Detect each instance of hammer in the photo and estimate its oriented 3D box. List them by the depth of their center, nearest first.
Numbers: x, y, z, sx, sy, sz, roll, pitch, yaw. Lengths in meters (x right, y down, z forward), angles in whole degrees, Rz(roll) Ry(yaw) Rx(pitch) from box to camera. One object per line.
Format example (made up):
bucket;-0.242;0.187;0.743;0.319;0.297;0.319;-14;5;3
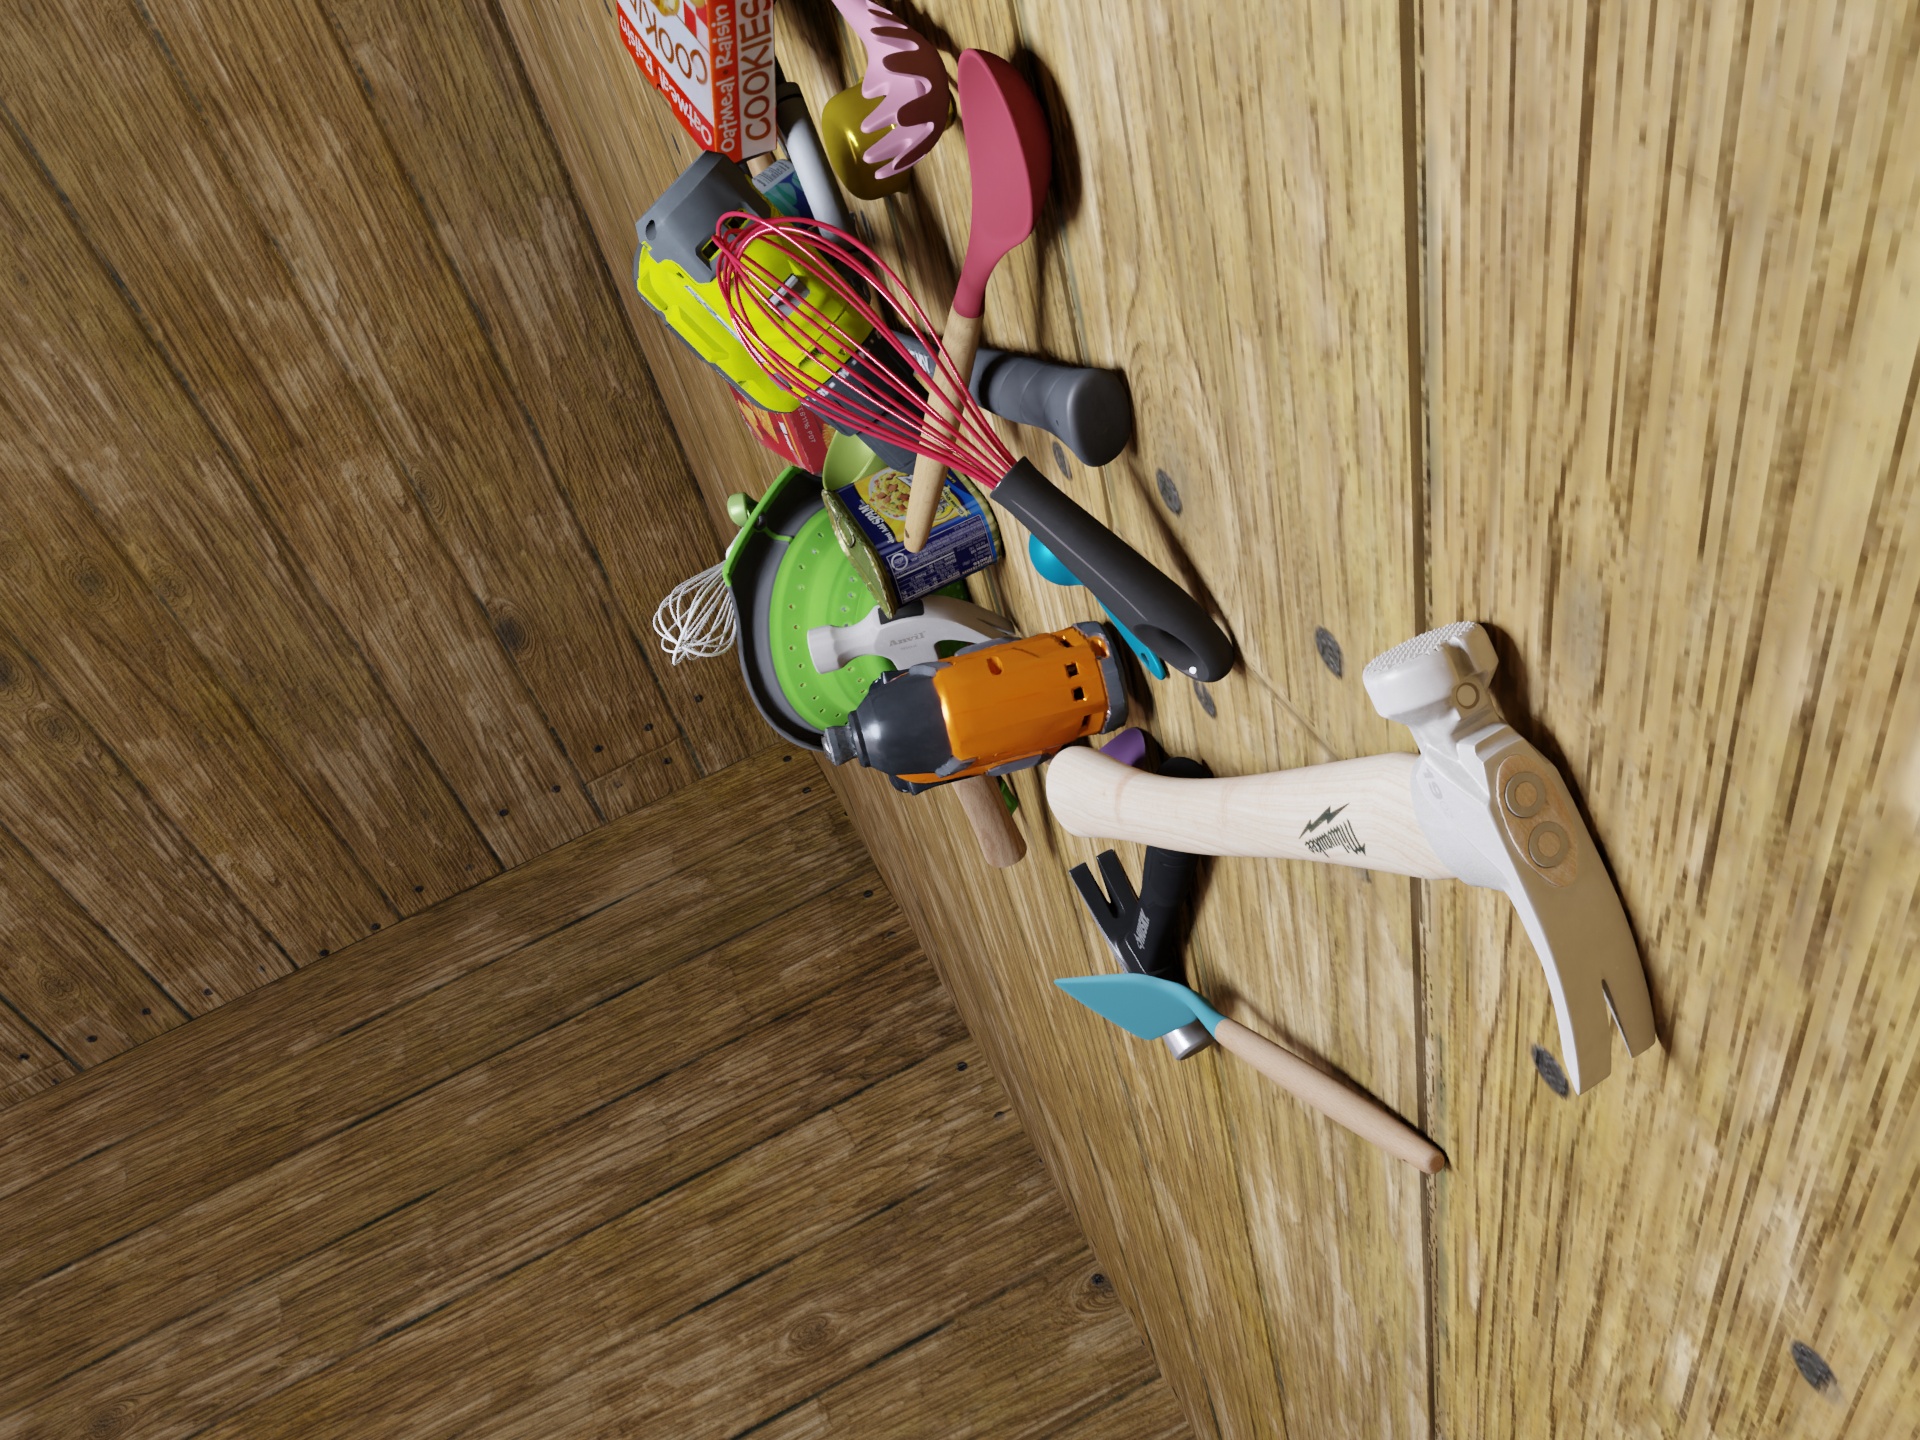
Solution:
hammer;0.121;0.048;0.661;0.146;0.038;0.410;64;166;-5
hammer;-0.004;-0.192;0.847;0.149;0.036;0.409;69;170;-23
hammer;0.118;0.099;0.948;0.146;0.035;0.334;60;170;23
hammer;0.001;0.018;1.160;0.331;0.130;0.031;66;-169;-54

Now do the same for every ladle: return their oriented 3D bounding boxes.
ladle;-0.001;-0.170;0.727;0.315;0.031;0.069;108;141;-60
ladle;-0.115;-0.306;1.114;0.078;0.062;0.320;-23;89;49

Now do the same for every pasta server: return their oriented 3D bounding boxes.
pasta server;-0.075;-0.364;0.760;0.060;0.040;0.317;98;149;-51

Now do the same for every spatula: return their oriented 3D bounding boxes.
spatula;0.155;0.189;0.871;0.082;0.044;0.318;35;174;-22
spatula;0.074;0.026;1.004;0.018;0.060;0.316;23;180;-8

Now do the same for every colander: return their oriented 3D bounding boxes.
colander;-0.022;-0.027;1.219;0.094;0.205;0.396;8;150;38

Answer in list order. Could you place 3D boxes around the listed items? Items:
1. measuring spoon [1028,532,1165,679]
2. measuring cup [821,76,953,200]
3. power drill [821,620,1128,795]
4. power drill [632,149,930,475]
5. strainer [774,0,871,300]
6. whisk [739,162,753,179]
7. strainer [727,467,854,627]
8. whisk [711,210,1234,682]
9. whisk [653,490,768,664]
measuring spoon;0.067;-0.061;0.832;0.129;0.021;0.042;57;169;38
measuring cup;-0.037;-0.288;0.780;0.062;0.029;0.157;67;170;-18
power drill;-0.001;-0.003;0.933;0.226;0.164;0.084;157;98;-84
power drill;-0.098;-0.218;0.879;0.190;0.080;0.229;43;180;-22
strainer;-0.097;-0.346;0.867;0.087;0.050;0.258;-22;89;62
whisk;-0.215;-0.509;1.145;0.284;0.070;0.070;64;173;-32
strainer;-0.096;-0.143;1.228;0.256;0.069;0.151;17;-117;-71
whisk;0.006;-0.119;0.691;0.296;0.073;0.073;42;170;0
whisk;-0.165;-0.117;1.181;0.246;0.058;0.059;-69;4;-53
